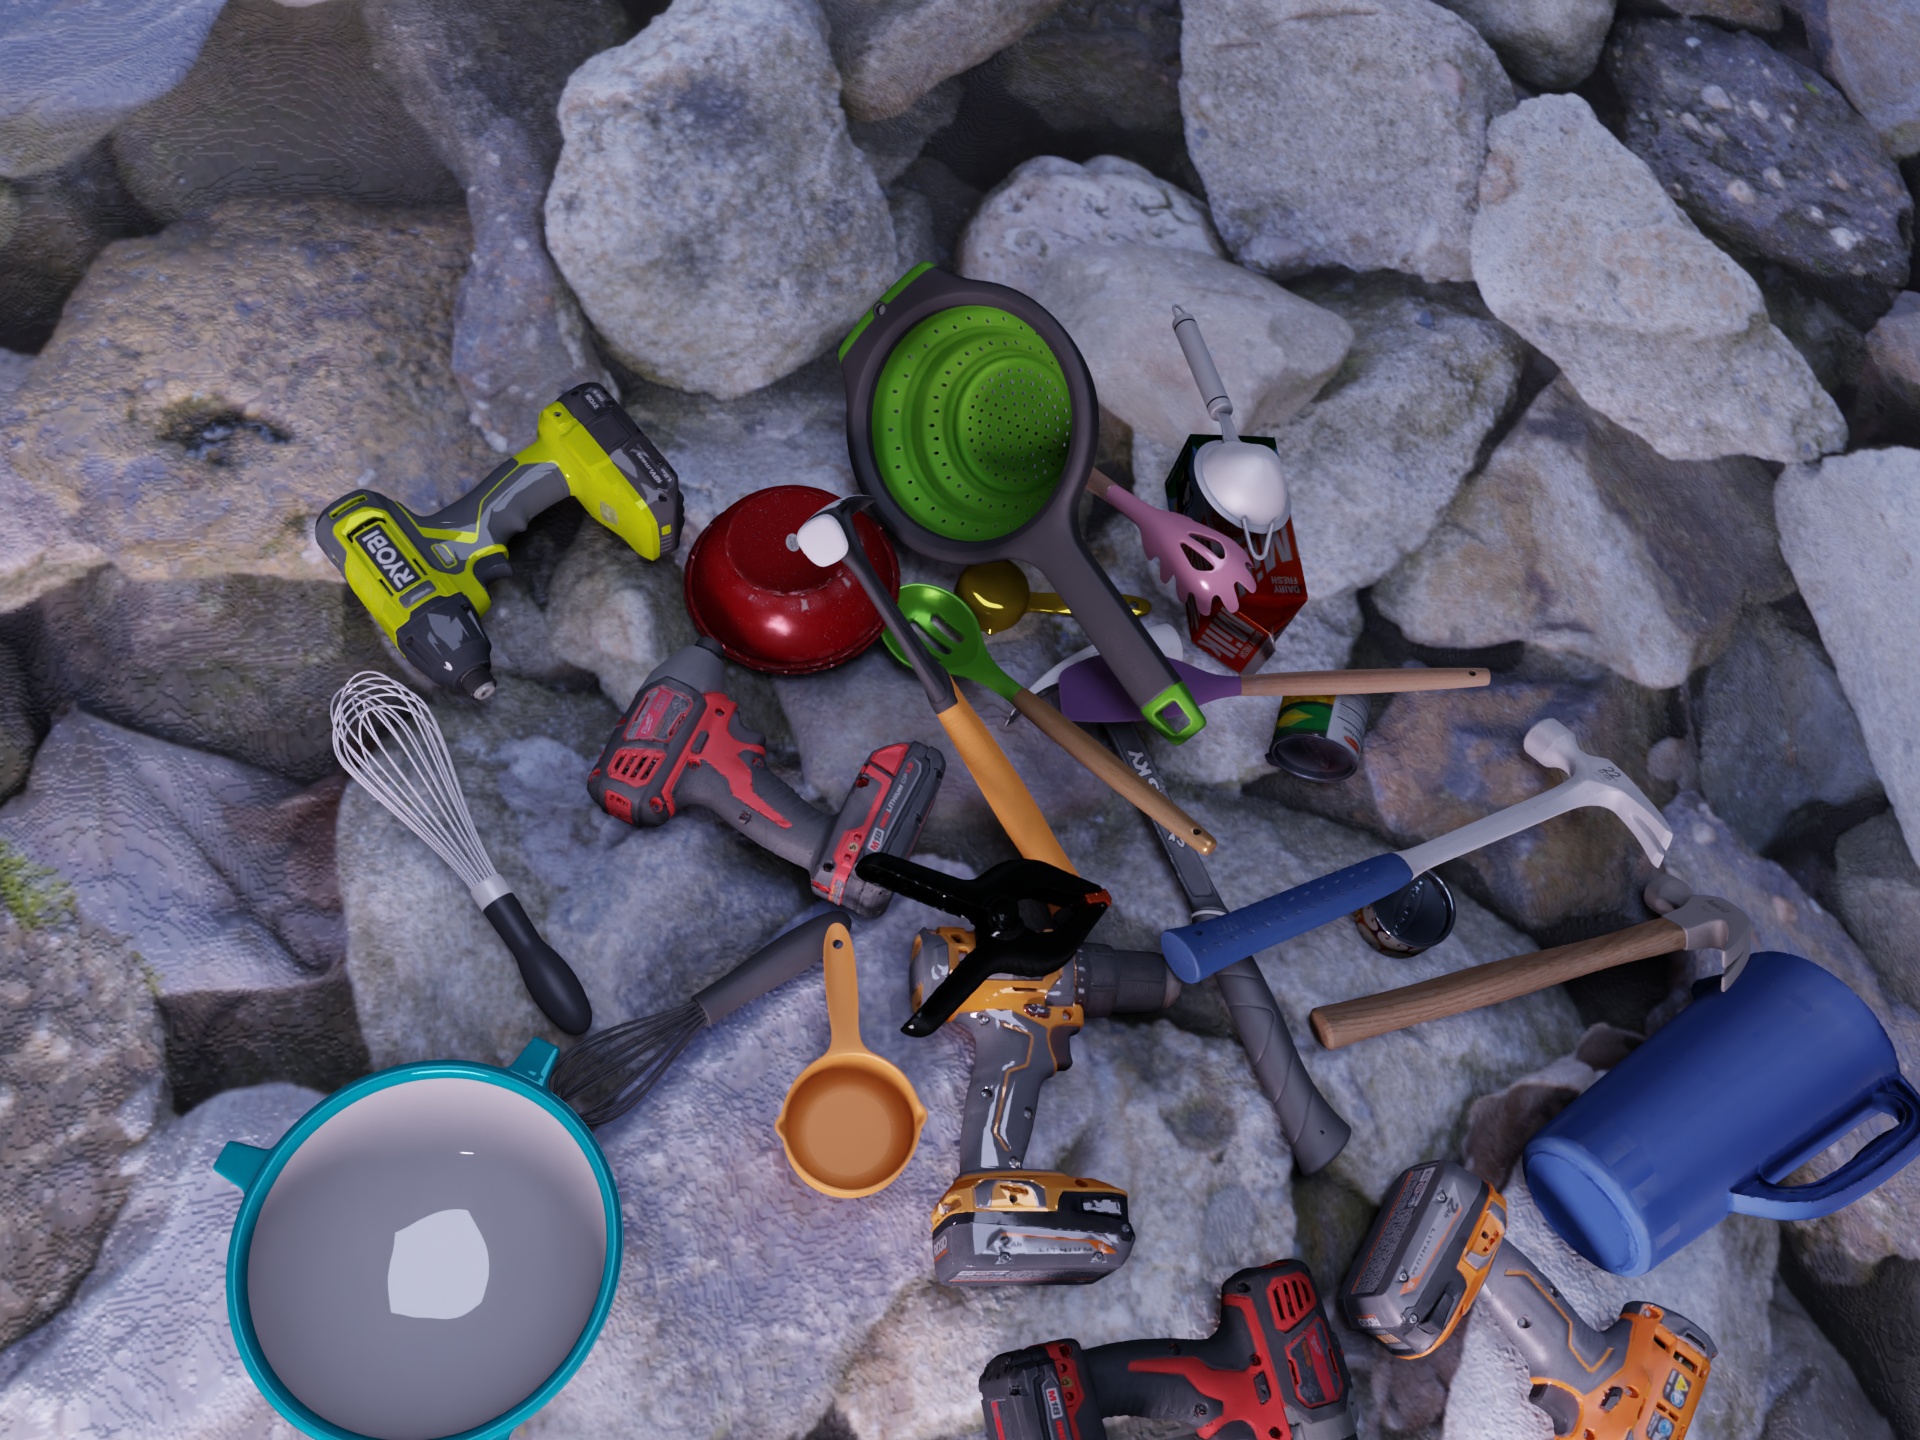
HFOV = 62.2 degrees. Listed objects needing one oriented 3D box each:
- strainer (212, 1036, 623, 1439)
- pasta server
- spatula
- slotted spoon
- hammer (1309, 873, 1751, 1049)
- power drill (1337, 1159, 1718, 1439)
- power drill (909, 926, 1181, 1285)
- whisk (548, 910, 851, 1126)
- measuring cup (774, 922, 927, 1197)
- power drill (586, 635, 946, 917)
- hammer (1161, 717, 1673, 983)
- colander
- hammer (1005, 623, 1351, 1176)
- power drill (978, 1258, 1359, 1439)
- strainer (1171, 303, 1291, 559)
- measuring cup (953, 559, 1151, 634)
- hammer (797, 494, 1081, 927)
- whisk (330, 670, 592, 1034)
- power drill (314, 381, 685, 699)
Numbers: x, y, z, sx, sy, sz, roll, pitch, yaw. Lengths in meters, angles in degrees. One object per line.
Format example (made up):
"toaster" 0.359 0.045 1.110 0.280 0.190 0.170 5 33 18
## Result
"strainer" -0.277 0.365 0.897 0.211 0.095 0.341 -17 72 -16
"pasta server" 0.098 -0.185 1.229 0.060 0.040 0.316 -46 62 -9
"spatula" 0.230 -0.028 1.165 0.316 0.018 0.060 -2 61 -1
"slotted spoon" 0.058 -0.001 1.129 0.070 0.031 0.314 -40 61 -20
"hammer" 0.410 0.181 1.136 0.331 0.130 0.031 -13 107 -10
"power drill" 0.362 0.410 1.022 0.226 0.084 0.164 36 64 1
"power drill" 0.062 0.244 1.036 0.185 0.084 0.226 4 61 -13
"whisk" -0.166 0.190 1.031 0.239 0.055 0.055 -31 75 -28
"measuring cup" -0.075 0.221 1.029 0.095 0.052 0.174 -3 64 -8
"power drill" -0.129 0.034 1.094 0.219 0.078 0.143 23 63 2
"hammer" 0.326 0.104 1.131 0.405 0.035 0.144 -18 43 -23
"colander" 0.068 -0.155 1.179 0.397 0.204 0.094 56 29 10
"hammer" 0.168 0.125 1.136 0.149 0.036 0.409 -17 71 -18
"power drill" 0.141 0.443 0.962 0.226 0.080 0.188 -7 68 -19
"strainer" 0.203 -0.237 1.231 0.086 0.050 0.259 5 52 -27
"measuring cup" 0.074 -0.096 1.220 0.156 0.029 0.062 2 65 -8
"hammer" -0.002 -0.003 1.095 0.034 0.127 0.336 -29 99 14
"whisk" -0.323 0.086 1.039 0.070 0.070 0.285 -33 80 -23
"power drill" -0.314 -0.127 1.129 0.223 0.080 0.171 -36 77 -20
